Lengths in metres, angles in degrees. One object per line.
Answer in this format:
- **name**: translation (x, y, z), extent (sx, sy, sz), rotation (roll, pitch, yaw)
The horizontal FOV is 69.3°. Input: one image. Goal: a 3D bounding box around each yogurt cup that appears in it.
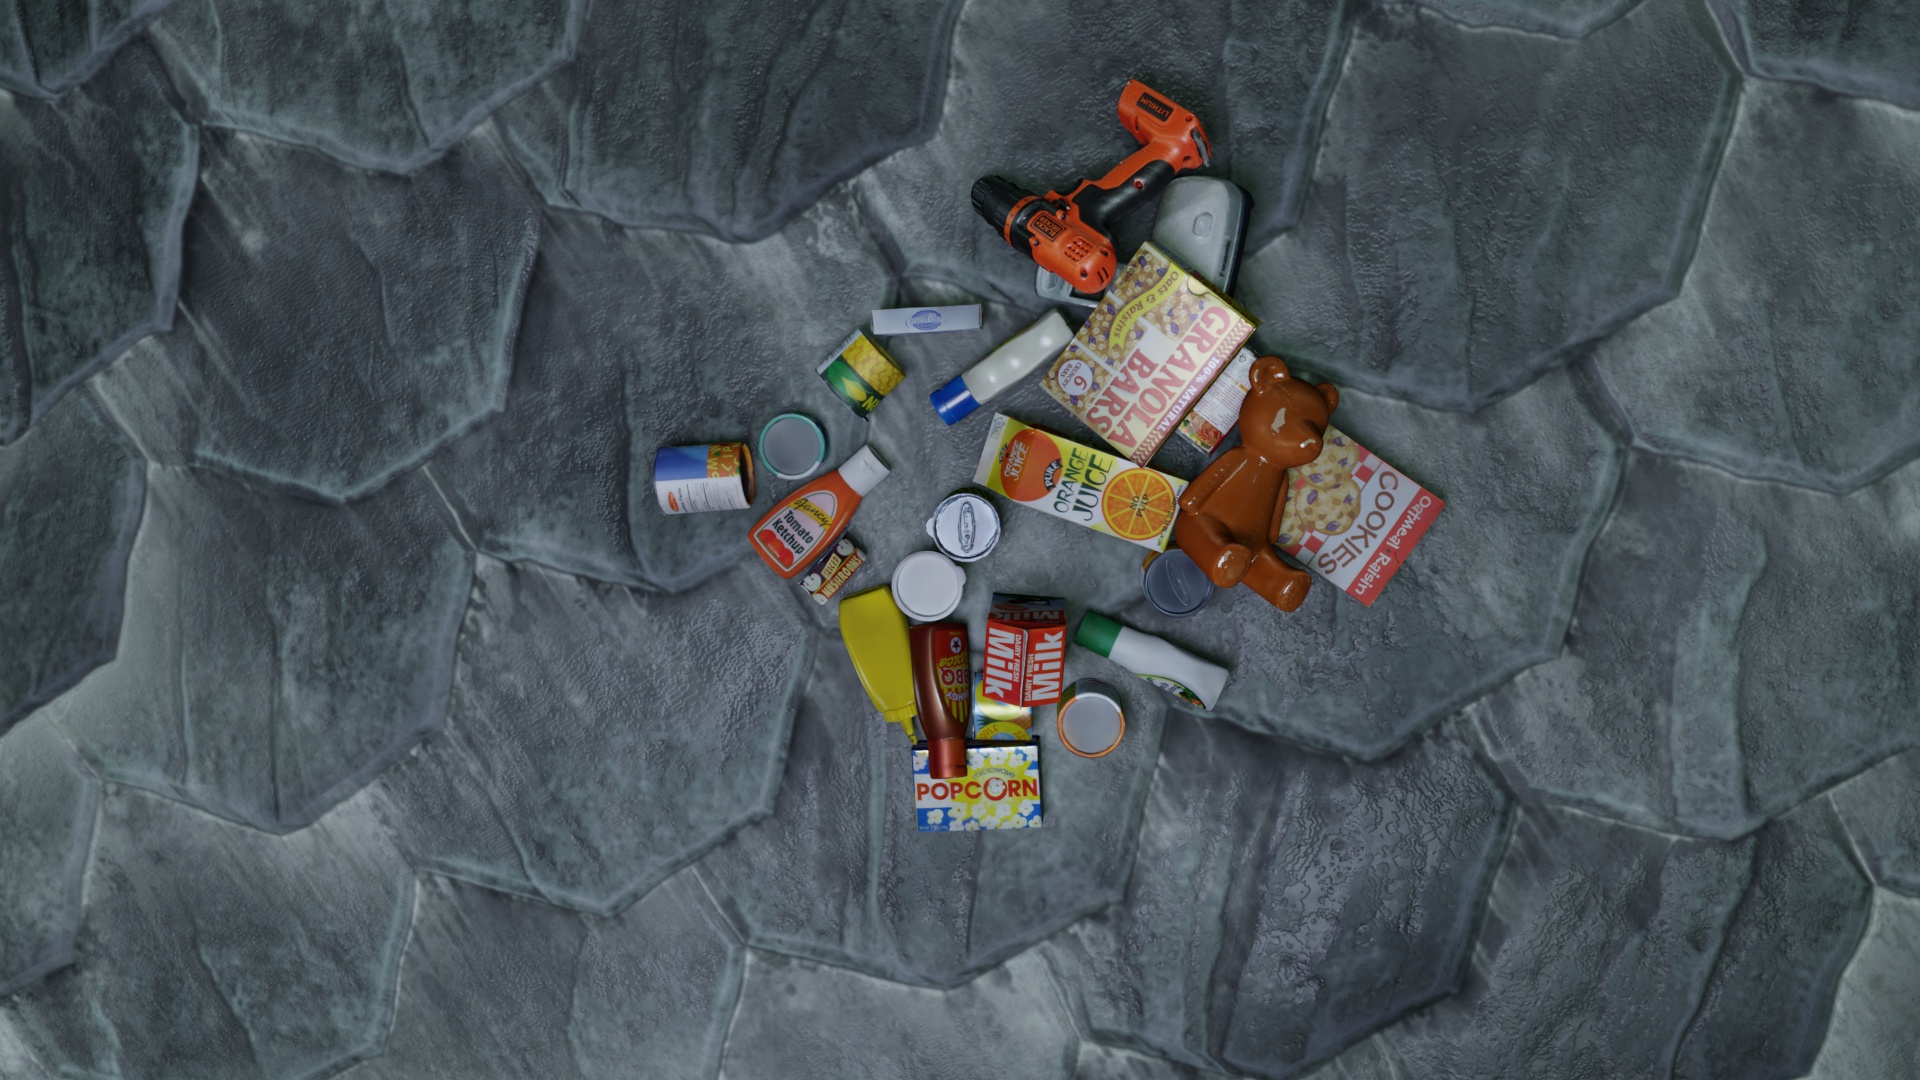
- **yogurt cup**: translation (-0.030, 0.040, 1.346), extent (0.072, 0.054, 0.072), rotation (1, 98, 4)

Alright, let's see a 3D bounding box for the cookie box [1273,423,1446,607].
- **cookie box**: translation (0.352, -0.033, 1.318), extent (0.167, 0.040, 0.122), rotation (34, 98, -1)

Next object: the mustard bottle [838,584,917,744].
- **mustard bottle**: translation (-0.071, 0.126, 1.363), extent (0.065, 0.049, 0.160), rotation (-16, 97, 6)

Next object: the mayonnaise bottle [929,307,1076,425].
- **mayonnaise bottle**: translation (0.040, -0.164, 1.313), extent (0.148, 0.065, 0.041), rotation (-33, 95, 11)

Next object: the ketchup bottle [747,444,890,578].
- **ketchup bottle**: translation (-0.134, -0.032, 1.350), extent (0.148, 0.043, 0.065), rotation (-41, 90, 7)

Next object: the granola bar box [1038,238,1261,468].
- **granola bar box**: translation (0.168, -0.166, 1.245), extent (0.124, 0.039, 0.165), rotation (40, 113, 7)

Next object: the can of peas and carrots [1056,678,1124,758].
- **can of peas and carrots**: translation (0.126, 0.175, 1.351), extent (0.071, 0.059, 0.071), rotation (1, 98, 4)

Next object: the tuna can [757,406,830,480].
- **tuna can**: translation (-0.162, -0.094, 1.348), extent (0.071, 0.033, 0.071), rotation (0, 98, 4)

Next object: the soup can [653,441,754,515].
- **soup can**: translation (-0.247, -0.063, 1.343), extent (0.084, 0.071, 0.071), rotation (-4, 97, 4)

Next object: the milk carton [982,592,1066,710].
- **milk carton**: translation (0.059, 0.100, 1.279), extent (0.073, 0.191, 0.072), rotation (4, 98, 3)

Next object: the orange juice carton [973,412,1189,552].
- **orange juice carton**: translation (0.113, -0.057, 1.315), extent (0.193, 0.073, 0.071), rotation (19, 99, 2)

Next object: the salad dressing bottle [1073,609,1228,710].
- **salad dressing bottle**: translation (0.183, 0.114, 1.341), extent (0.148, 0.064, 0.044), rotation (25, 80, 9)

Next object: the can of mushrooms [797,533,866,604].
- **can of mushrooms**: translation (-0.124, 0.028, 1.343), extent (0.033, 0.071, 0.071), rotation (44, 98, -4)

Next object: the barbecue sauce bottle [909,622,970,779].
- **barbecue sauce bottle**: translation (-0.017, 0.154, 1.340), extent (0.043, 0.065, 0.148), rotation (-10, 81, 38)

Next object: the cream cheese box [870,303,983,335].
- **cream cheese box**: translation (-0.030, -0.208, 1.314), extent (0.104, 0.053, 0.024), rotation (-3, 96, 4)

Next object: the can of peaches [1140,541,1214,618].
- **can of peaches**: translation (0.208, 0.036, 1.328), extent (0.071, 0.058, 0.071), rotation (0, 97, 4)

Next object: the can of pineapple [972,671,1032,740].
- **can of pineapple**: translation (0.042, 0.163, 1.351), extent (0.058, 0.071, 0.071), rotation (0, 98, 3)

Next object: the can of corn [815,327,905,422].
- **can of corn**: translation (-0.093, -0.158, 1.319), extent (0.058, 0.071, 0.071), rotation (-43, 93, 8)

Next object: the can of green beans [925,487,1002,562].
- **can of green beans**: translation (0.007, -0.016, 1.335), extent (0.071, 0.058, 0.071), rotation (1, 98, 4)

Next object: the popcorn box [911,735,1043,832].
- **popcorn box**: translation (0.017, 0.241, 1.377), extent (0.127, 0.038, 0.085), rotation (-3, 96, 4)
